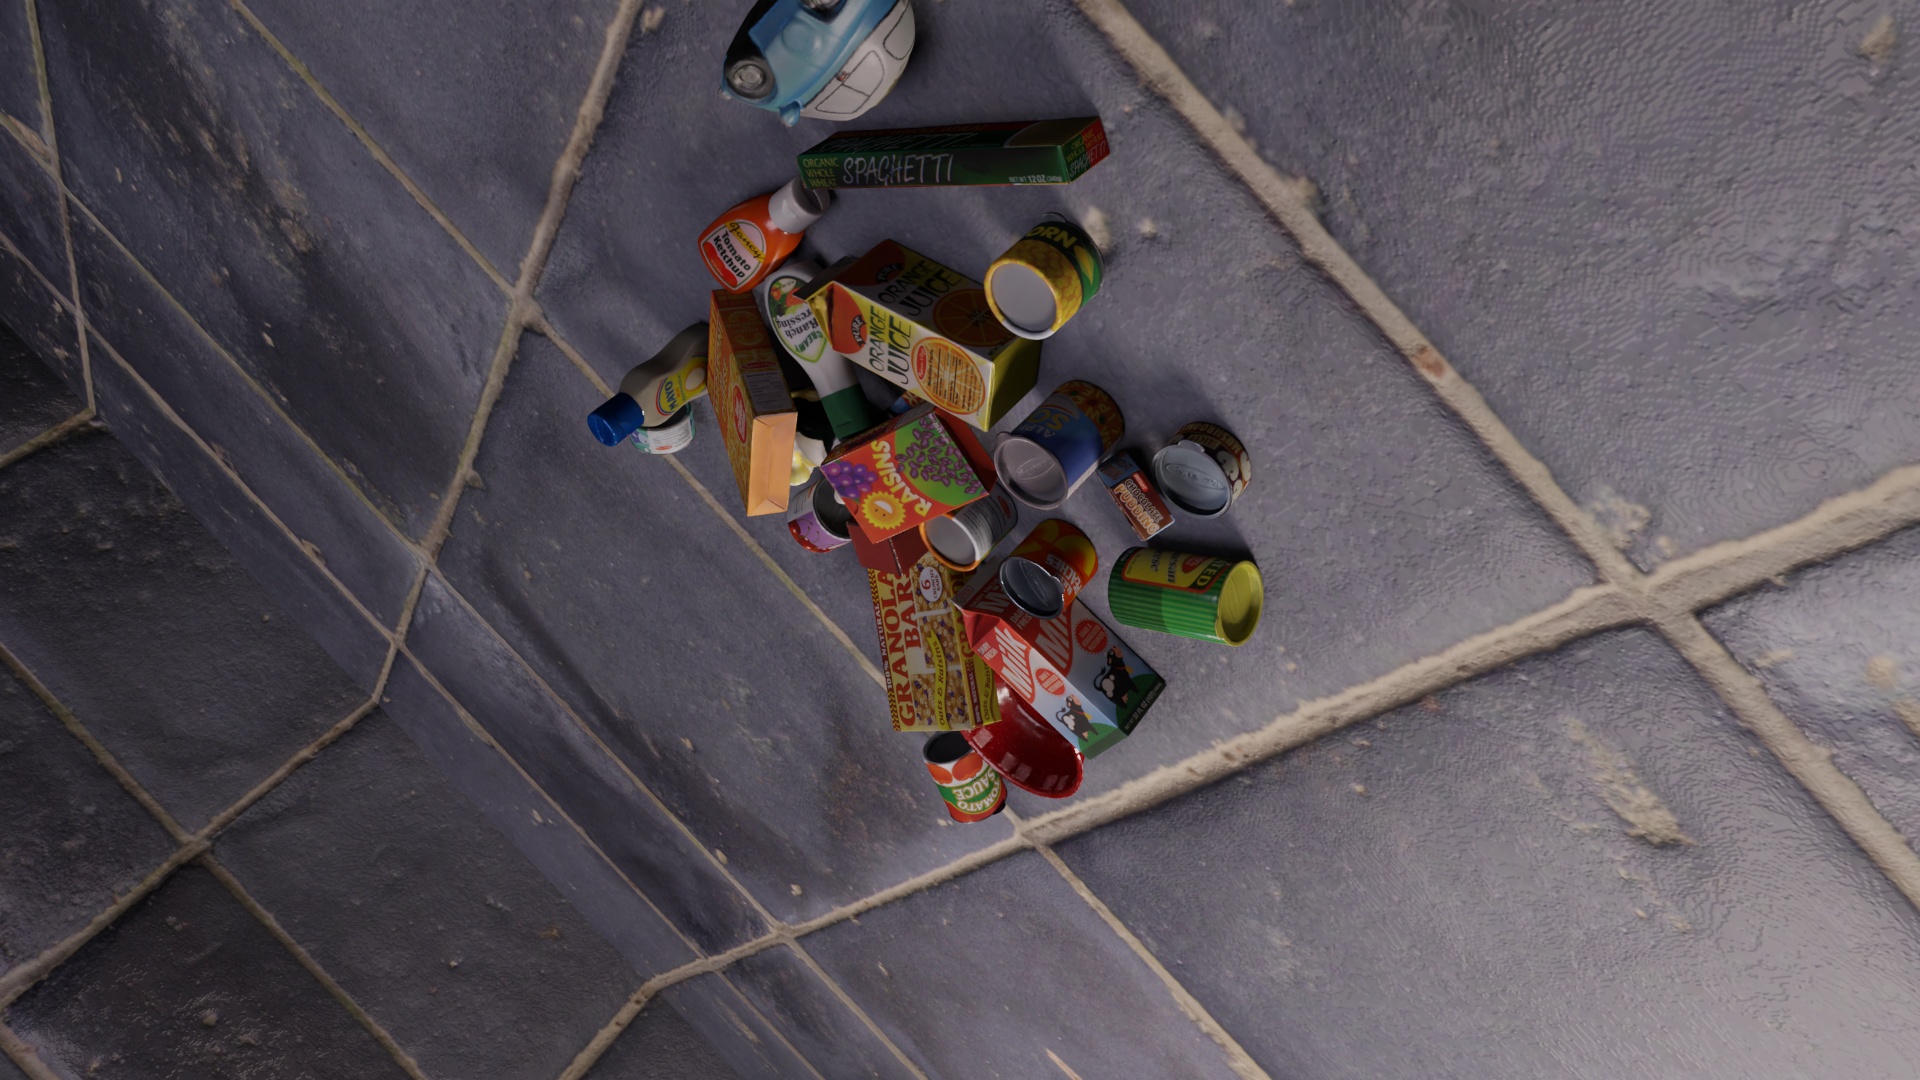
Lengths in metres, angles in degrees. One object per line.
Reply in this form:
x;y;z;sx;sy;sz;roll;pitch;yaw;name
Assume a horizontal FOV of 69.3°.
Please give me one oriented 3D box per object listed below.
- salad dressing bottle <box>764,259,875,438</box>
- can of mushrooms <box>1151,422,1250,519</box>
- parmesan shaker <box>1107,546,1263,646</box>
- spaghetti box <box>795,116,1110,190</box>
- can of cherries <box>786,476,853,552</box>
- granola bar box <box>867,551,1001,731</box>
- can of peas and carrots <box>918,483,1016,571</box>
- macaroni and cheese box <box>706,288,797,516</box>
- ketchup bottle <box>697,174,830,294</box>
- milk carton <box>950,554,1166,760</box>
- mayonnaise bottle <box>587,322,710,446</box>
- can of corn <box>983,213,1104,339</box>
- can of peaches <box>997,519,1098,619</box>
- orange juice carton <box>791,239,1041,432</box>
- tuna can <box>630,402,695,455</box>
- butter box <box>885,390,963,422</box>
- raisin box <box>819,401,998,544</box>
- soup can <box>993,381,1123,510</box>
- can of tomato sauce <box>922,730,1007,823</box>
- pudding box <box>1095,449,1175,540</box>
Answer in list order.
-0.115;-0.159;1.165;0.064;0.044;0.147;-20;97;26;salad dressing bottle
0.177;-0.053;1.018;0.071;0.033;0.070;27;142;24;can of mushrooms
0.173;0.043;1.085;0.103;0.072;0.071;9;131;40;parmesan shaker
-0.013;-0.270;0.976;0.250;0.050;0.028;11;131;39;spaghetti box
-0.122;-0.024;1.319;0.071;0.072;0.058;52;144;-10;can of cherries
-0.026;0.093;1.300;0.124;0.039;0.165;-11;87;51;granola bar box
0.004;-0.015;1.207;0.071;0.059;0.070;27;140;25;can of peas and carrots
-0.186;-0.124;1.229;0.123;0.040;0.167;104;151;-47;macaroni and cheese box
-0.160;-0.256;1.144;0.148;0.044;0.064;-19;109;51;ketchup bottle
0.080;0.097;1.232;0.190;0.073;0.073;44;145;2;milk carton
-0.280;-0.141;1.289;0.041;0.149;0.064;24;140;27;mayonnaise bottle
0.058;-0.186;0.981;0.071;0.058;0.070;26;141;24;can of corn
0.076;0.024;1.175;0.071;0.058;0.070;26;140;25;can of peaches
-0.036;-0.169;1.082;0.193;0.072;0.072;30;142;20;orange juice carton
-0.304;-0.121;1.407;0.071;0.071;0.032;27;140;23;tuna can
-0.019;-0.115;1.160;0.053;0.024;0.103;47;145;-4;butter box
-0.043;-0.058;1.149;0.123;0.040;0.086;-22;113;30;raisin box
0.074;-0.075;1.055;0.071;0.084;0.071;26;140;24;soup can
0.005;0.245;1.461;0.071;0.071;0.082;4;128;43;can of tomato sauce
0.130;-0.035;1.045;0.049;0.030;0.084;55;-173;-13;pudding box
